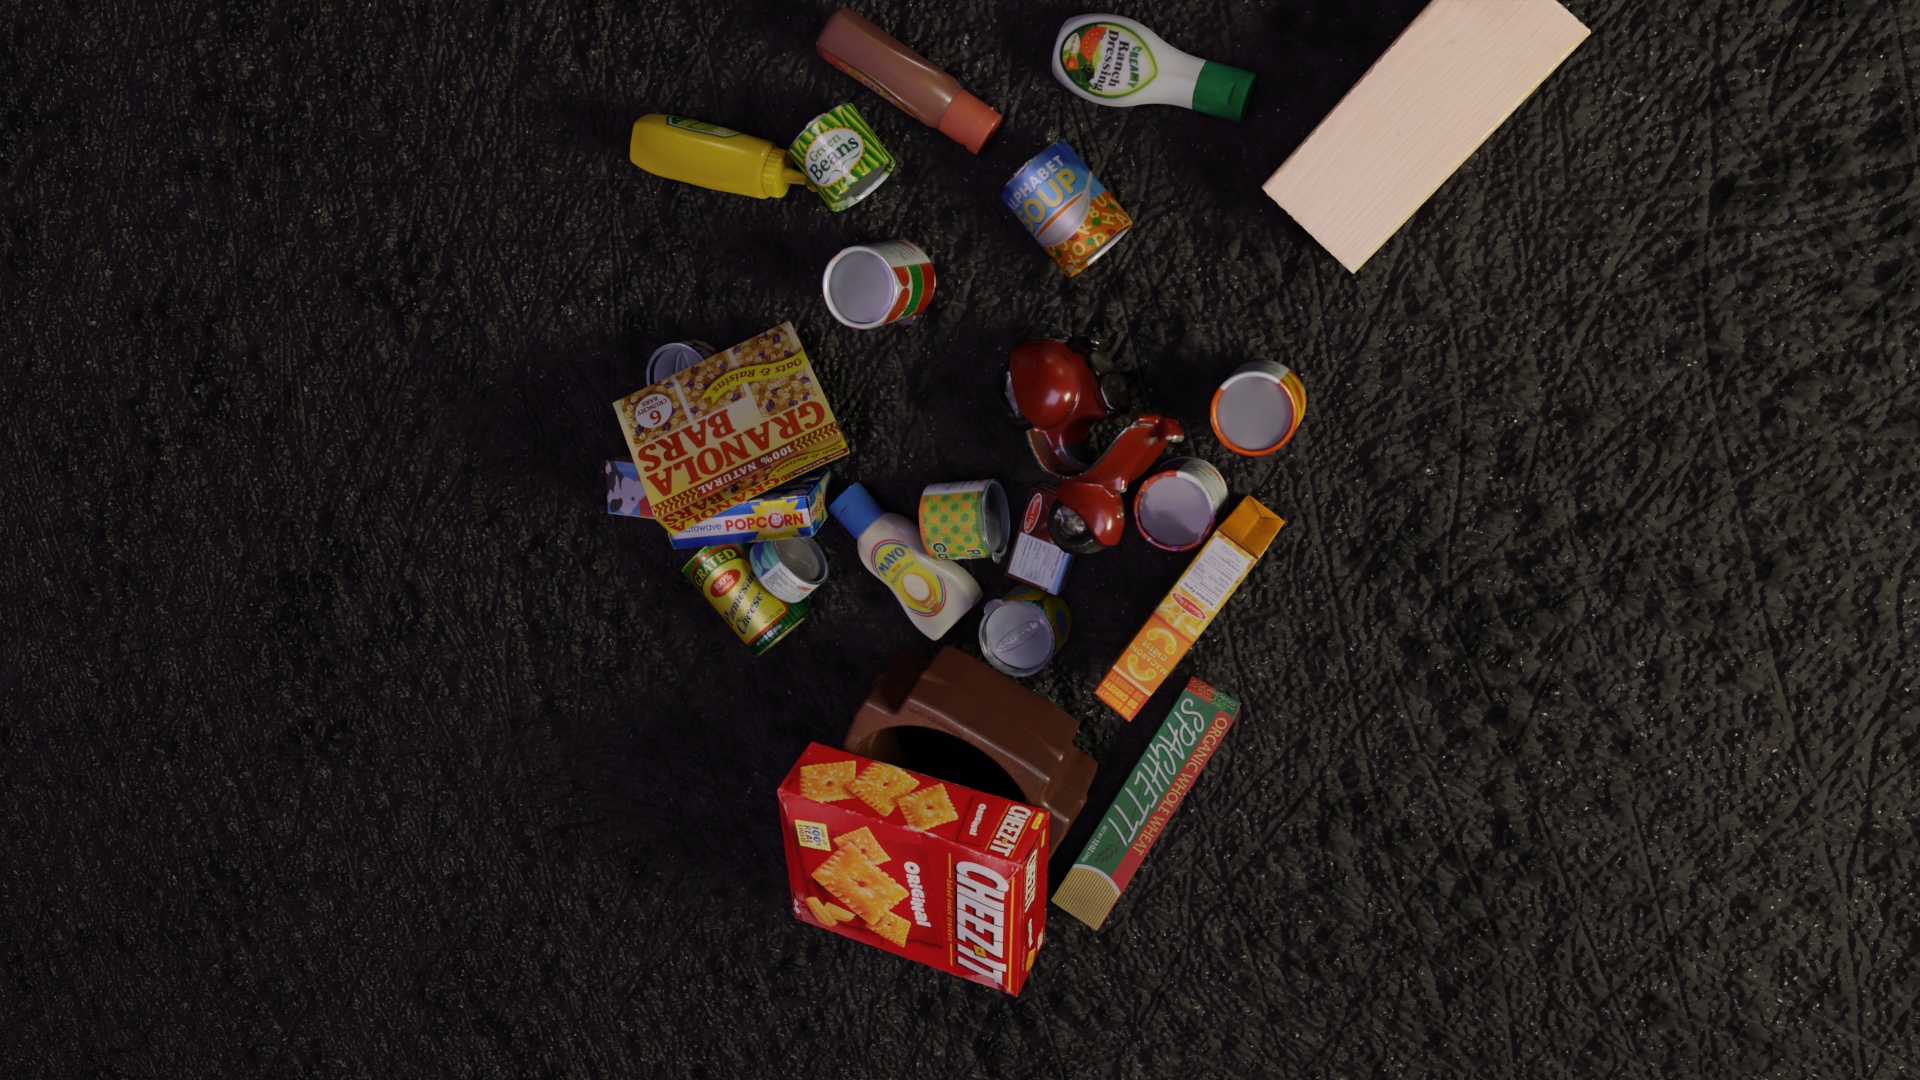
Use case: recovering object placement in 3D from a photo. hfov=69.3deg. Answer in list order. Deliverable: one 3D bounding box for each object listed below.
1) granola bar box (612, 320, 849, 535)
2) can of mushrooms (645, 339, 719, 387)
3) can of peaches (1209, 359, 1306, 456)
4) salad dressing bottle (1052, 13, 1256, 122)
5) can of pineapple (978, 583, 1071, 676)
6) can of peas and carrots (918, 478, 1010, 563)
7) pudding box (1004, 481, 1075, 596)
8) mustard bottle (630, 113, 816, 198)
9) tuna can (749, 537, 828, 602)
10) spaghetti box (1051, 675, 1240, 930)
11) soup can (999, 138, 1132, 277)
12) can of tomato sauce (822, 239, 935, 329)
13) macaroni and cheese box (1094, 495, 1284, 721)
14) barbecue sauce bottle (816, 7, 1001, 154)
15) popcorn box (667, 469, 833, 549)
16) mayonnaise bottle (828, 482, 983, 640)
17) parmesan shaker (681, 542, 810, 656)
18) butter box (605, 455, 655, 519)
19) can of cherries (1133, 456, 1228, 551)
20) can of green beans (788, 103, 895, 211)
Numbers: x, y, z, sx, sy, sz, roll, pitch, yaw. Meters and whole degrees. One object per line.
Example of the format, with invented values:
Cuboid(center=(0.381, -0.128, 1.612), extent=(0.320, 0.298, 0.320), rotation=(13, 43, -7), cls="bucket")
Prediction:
Cuboid(center=(-0.192, -0.094, 1.162), extent=(0.166, 0.039, 0.124), rotation=(-25, 65, -2), cls="granola bar box")
Cuboid(center=(-0.240, -0.144, 1.231), extent=(0.071, 0.033, 0.070), rotation=(5, 105, 19), cls="can of mushrooms")
Cuboid(center=(0.228, -0.099, 1.060), extent=(0.071, 0.058, 0.071), rotation=(5, 106, 19), cls="can of peaches")
Cuboid(center=(0.144, -0.348, 1.031), extent=(0.148, 0.044, 0.064), rotation=(20, 112, 14), cls="salad dressing bottle")
Cuboid(center=(0.055, 0.072, 1.169), extent=(0.071, 0.058, 0.070), rotation=(5, 106, 18), cls="can of pineapple")
Cuboid(center=(0.004, -0.015, 1.159), extent=(0.058, 0.071, 0.070), rotation=(-4, 103, 22), cls="can of peas and carrots")
Cuboid(center=(0.074, -0.001, 1.158), extent=(0.050, 0.030, 0.083), rotation=(22, 111, 14), cls="pudding box")
Cuboid(center=(-0.191, -0.315, 1.153), extent=(0.160, 0.065, 0.048), rotation=(16, 115, 9), cls="mustard bottle")
Cuboid(center=(-0.152, 0.018, 1.227), extent=(0.032, 0.071, 0.071), rotation=(-38, 90, 26), cls="tuna can")
Cuboid(center=(0.156, 0.228, 1.191), extent=(0.050, 0.029, 0.249), rotation=(31, 113, 9), cls="spaghetti box")
Cuboid(center=(0.080, -0.254, 1.064), extent=(0.071, 0.071, 0.084), rotation=(-40, 89, 25), cls="soup can")
Cuboid(center=(-0.066, -0.206, 1.123), extent=(0.071, 0.083, 0.071), rotation=(5, 106, 19), cls="can of tomato sauce")
Cuboid(center=(0.179, 0.050, 1.083), extent=(0.040, 0.124, 0.165), rotation=(38, 114, 10), cls="macaroni and cheese box")
Cuboid(center=(-0.039, -0.358, 1.086), extent=(0.148, 0.065, 0.043), rotation=(33, 105, -1), cls="barbecue sauce bottle")
Cuboid(center=(-0.180, -0.028, 1.199), extent=(0.127, 0.085, 0.038), rotation=(-5, 106, 9), cls="popcorn box")
Cuboid(center=(-0.051, 0.014, 1.201), extent=(0.148, 0.041, 0.064), rotation=(46, 116, 3), cls="mayonnaise bottle")
Cuboid(center=(-0.189, 0.044, 1.246), extent=(0.071, 0.071, 0.103), rotation=(-41, 88, 25), cls="parmesan shaker")
Cuboid(center=(-0.275, -0.047, 1.275), extent=(0.103, 0.024, 0.053), rotation=(6, 107, 19), cls="butter box")
Cuboid(center=(0.173, -0.027, 1.099), extent=(0.071, 0.058, 0.071), rotation=(5, 106, 18), cls="can of cherries")
Cuboid(center=(-0.095, -0.307, 1.116), extent=(0.071, 0.071, 0.058), rotation=(-37, 90, 25), cls="can of green beans")
